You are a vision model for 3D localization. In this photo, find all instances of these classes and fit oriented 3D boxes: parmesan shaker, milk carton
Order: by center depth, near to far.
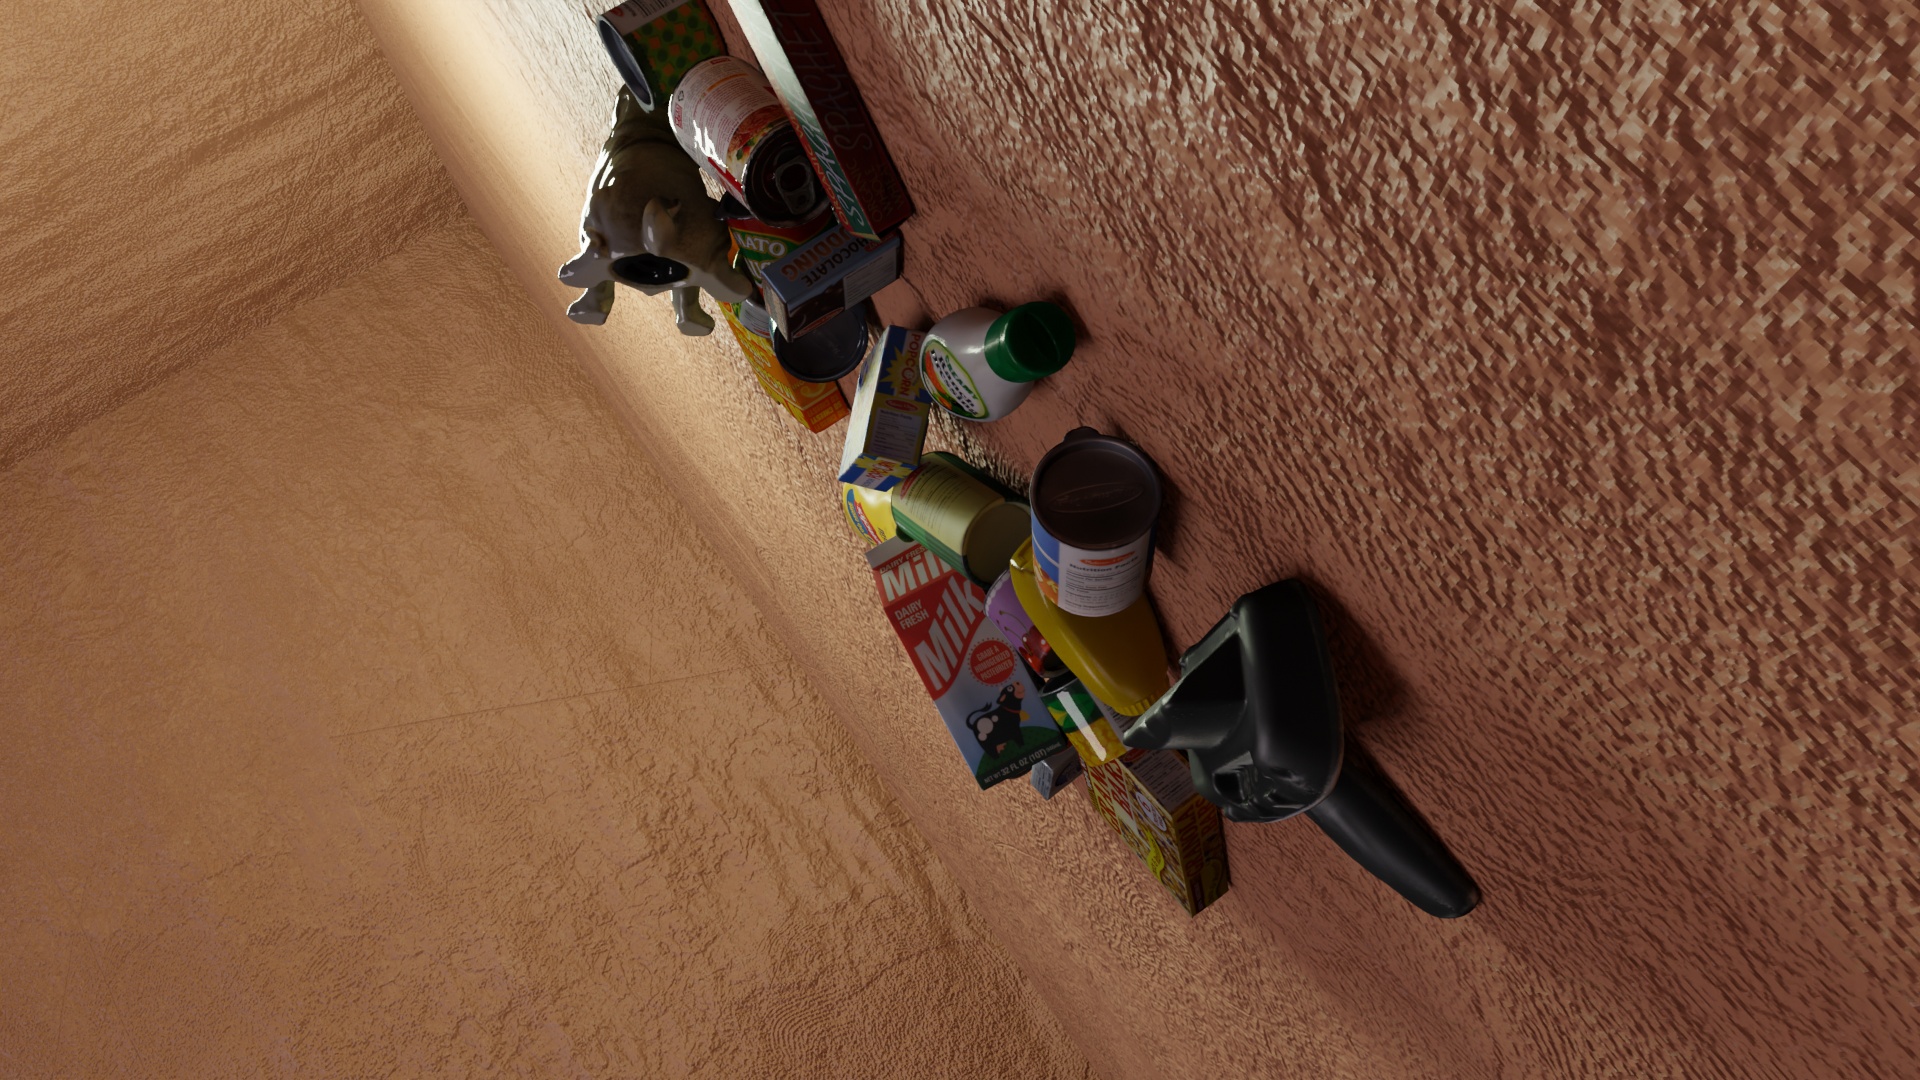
[{"bbox_3d":[0.003,-0.012,0.932,0.103,0.071,0.071,35,156,54],"label":"parmesan shaker"},{"bbox_3d":[0.004,0.076,1.013,0.190,0.072,0.073,61,-173,-1],"label":"milk carton"}]

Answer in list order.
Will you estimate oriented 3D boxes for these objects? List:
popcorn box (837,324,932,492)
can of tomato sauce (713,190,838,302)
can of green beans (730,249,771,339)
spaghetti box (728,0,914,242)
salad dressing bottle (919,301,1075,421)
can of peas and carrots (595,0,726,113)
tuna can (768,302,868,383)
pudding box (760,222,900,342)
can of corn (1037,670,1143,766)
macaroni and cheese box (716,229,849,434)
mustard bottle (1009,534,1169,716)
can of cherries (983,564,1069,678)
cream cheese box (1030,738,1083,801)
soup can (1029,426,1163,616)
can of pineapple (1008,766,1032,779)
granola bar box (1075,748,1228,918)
[{"bbox_3d":[-0.047,-0.083,0.910,0.038,0.085,0.126,13,172,-11],"label":"popcorn box"},{"bbox_3d":[-0.111,-0.192,0.900,0.071,0.071,0.082,41,160,47],"label":"can of tomato sauce"},{"bbox_3d":[-0.132,-0.185,1.002,0.071,0.071,0.057,55,166,1],"label":"can of green beans"},{"bbox_3d":[-0.097,-0.277,0.739,0.249,0.029,0.050,62,165,-25],"label":"spaghetti box"},{"bbox_3d":[0.019,-0.097,0.733,0.064,0.044,0.147,56,167,-8],"label":"salad dressing bottle"},{"bbox_3d":[-0.192,-0.321,0.902,0.071,0.059,0.070,51,167,18],"label":"can of peas and carrots"},{"bbox_3d":[-0.097,-0.147,0.962,0.033,0.071,0.070,-114,0,-54],"label":"tuna can"},{"bbox_3d":[-0.076,-0.159,0.829,0.030,0.084,0.049,53,166,13],"label":"pudding box"},{"bbox_3d":[0.093,0.107,0.911,0.058,0.071,0.071,56,166,-2],"label":"can of corn"},{"bbox_3d":[-0.165,-0.183,1.178,0.124,0.040,0.165,41,160,50],"label":"macaroni and cheese box"},{"bbox_3d":[0.087,0.058,0.828,0.049,0.065,0.159,26,152,56],"label":"mustard bottle"},{"bbox_3d":[0.059,0.044,0.888,0.058,0.071,0.071,48,165,27],"label":"can of cherries"},{"bbox_3d":[0.085,0.178,1.140,0.024,0.053,0.103,49,165,19],"label":"cream cheese box"},{"bbox_3d":[0.070,-0.008,0.726,0.071,0.071,0.083,50,166,23],"label":"soup can"},{"bbox_3d":[0.037,0.181,1.289,0.071,0.071,0.058,59,166,-13],"label":"can of pineapple"},{"bbox_3d":[0.136,0.186,1.010,0.124,0.039,0.164,46,164,38],"label":"granola bar box"}]
